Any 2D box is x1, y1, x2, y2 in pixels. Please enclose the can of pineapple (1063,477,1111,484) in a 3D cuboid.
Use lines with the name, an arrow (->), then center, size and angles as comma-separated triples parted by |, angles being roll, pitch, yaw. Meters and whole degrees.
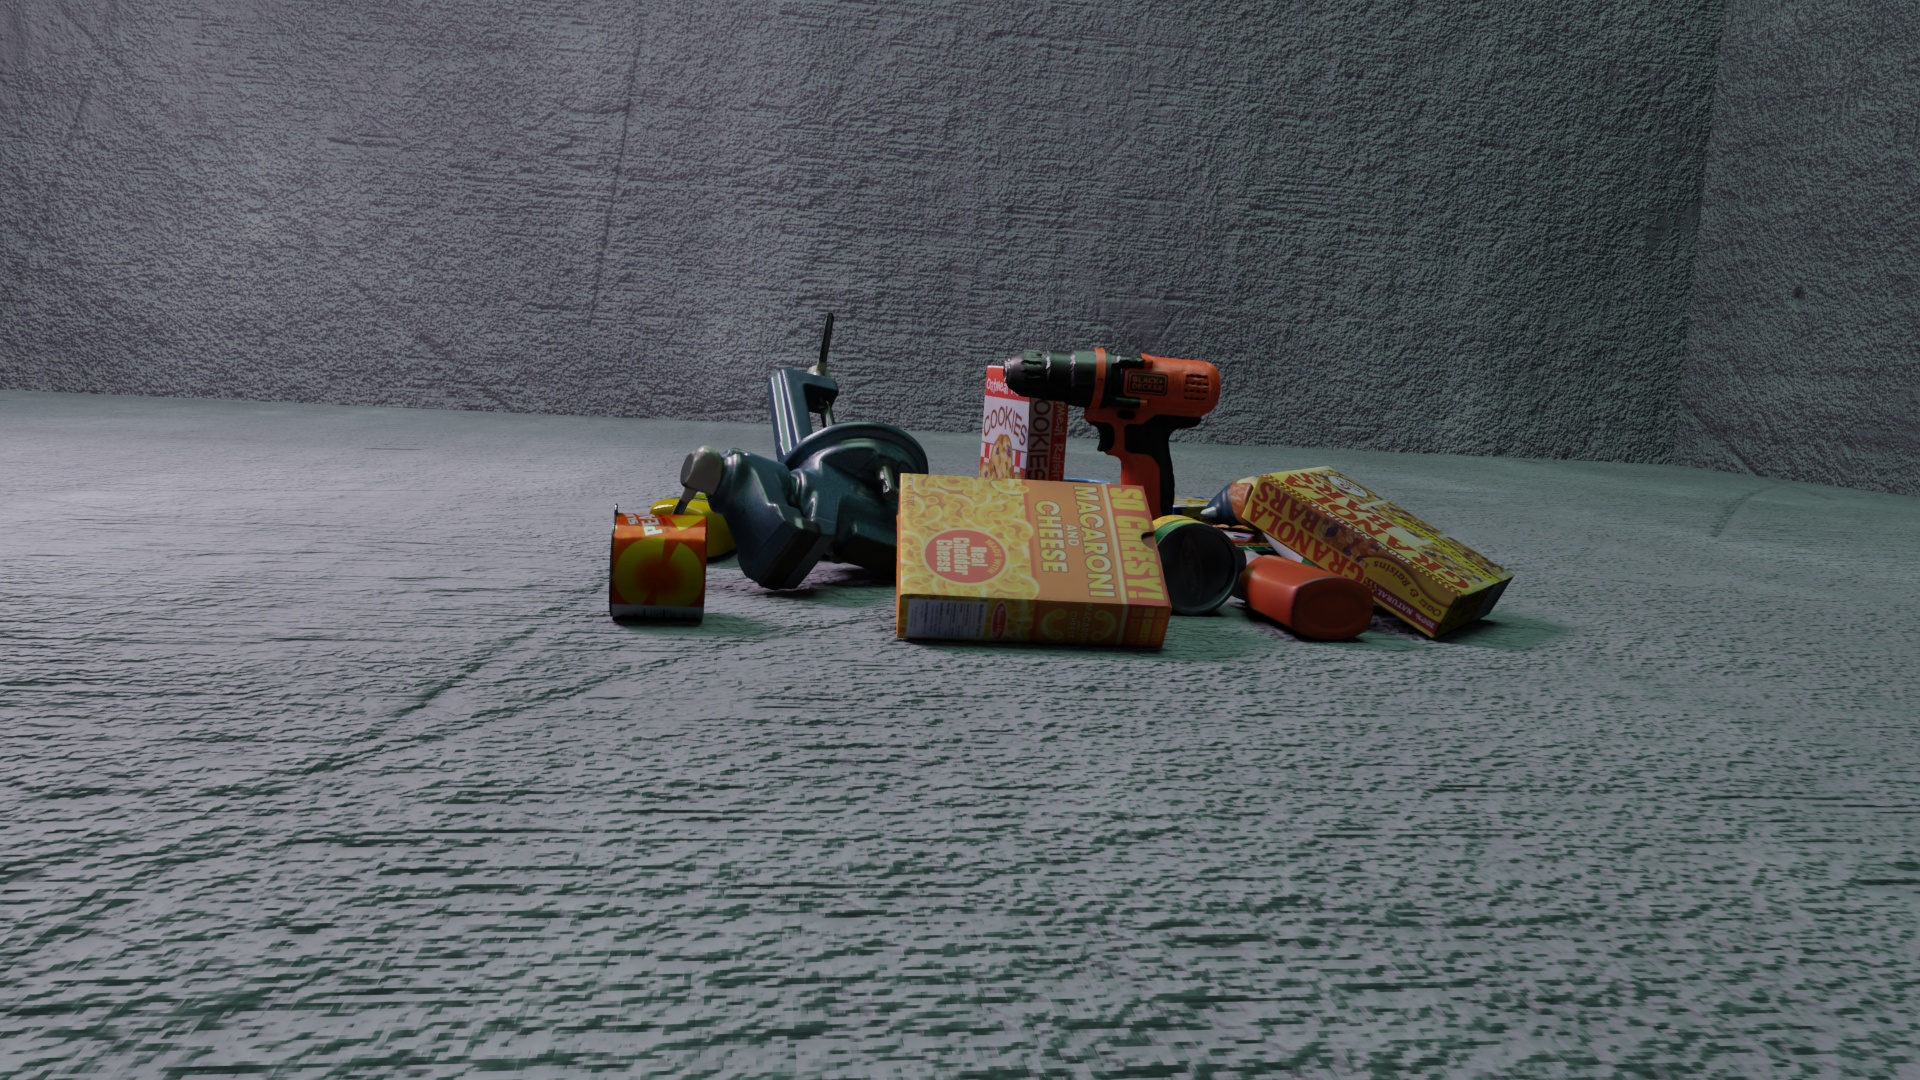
can of pineapple -> 0.114, -0.031, 1.373 | 0.071, 0.057, 0.071 | 3, 7, 0

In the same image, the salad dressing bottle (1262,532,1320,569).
salad dressing bottle -> 0.278, 0.004, 1.103 | 0.064, 0.043, 0.148 | 20, 22, -10

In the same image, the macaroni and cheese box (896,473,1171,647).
macaroni and cheese box -> 0.043, 0.011, 0.891 | 0.167, 0.040, 0.124 | 2, 39, -5

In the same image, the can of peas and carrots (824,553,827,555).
can of peas and carrots -> -0.114, -0.018, 1.169 | 0.059, 0.071, 0.071 | 4, 7, 5

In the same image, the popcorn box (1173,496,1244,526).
popcorn box -> 0.240, -0.022, 1.434 | 0.127, 0.038, 0.085 | -1, 9, -30

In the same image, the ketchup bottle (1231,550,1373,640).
ketchup bottle -> 0.229, 0.035, 0.983 | 0.065, 0.043, 0.149 | 4, 7, -13

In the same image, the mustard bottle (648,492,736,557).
mustard bottle -> -0.211, -0.017, 1.169 | 0.065, 0.048, 0.160 | 6, 8, 8

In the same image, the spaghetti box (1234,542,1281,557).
spaghetti box -> 0.242, 0.019, 1.163 | 0.250, 0.028, 0.050 | 0, 7, -26

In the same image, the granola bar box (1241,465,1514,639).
granola bar box -> 0.305, 0.005, 1.019 | 0.166, 0.039, 0.124 | 36, 26, 29

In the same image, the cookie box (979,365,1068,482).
cookie box -> 0.056, -0.074, 1.259 | 0.040, 0.167, 0.123 | 2, 7, -18

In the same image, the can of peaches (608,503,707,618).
can of peaches -> -0.189, 0.013, 0.872 | 0.058, 0.071, 0.071 | 3, 7, -11

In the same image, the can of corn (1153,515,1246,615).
can of corn -> 0.165, 0.016, 1.008 | 0.071, 0.071, 0.058 | 2, 7, -7

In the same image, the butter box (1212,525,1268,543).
butter box -> 0.256, 0.002, 1.311 | 0.053, 0.024, 0.104 | 7, 8, 23
